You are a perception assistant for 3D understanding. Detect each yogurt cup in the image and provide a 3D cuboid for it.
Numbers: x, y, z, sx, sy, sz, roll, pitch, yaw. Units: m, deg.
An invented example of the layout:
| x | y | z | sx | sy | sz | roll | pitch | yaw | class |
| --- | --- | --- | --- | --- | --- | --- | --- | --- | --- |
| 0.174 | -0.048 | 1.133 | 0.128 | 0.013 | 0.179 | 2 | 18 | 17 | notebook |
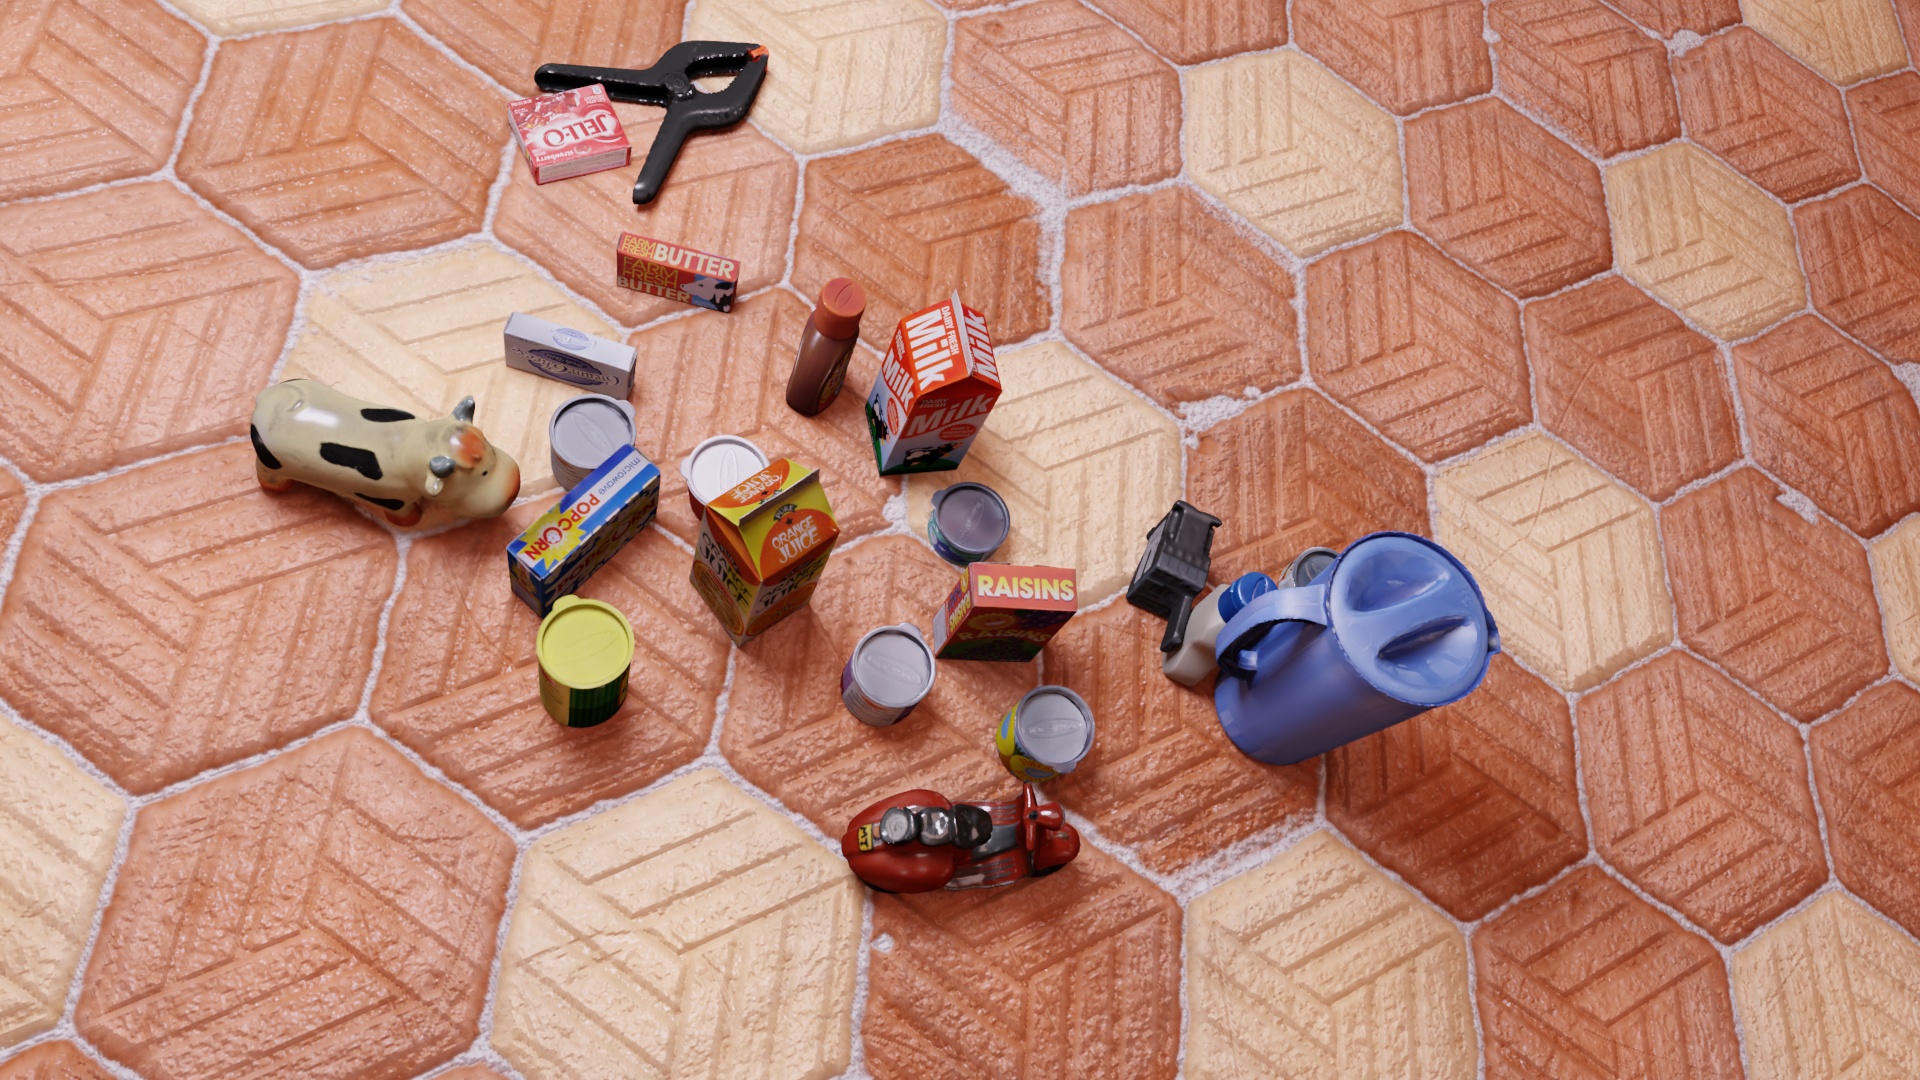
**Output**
| x | y | z | sx | sy | sz | roll | pitch | yaw | class |
| --- | --- | --- | --- | --- | --- | --- | --- | --- | --- |
| -0.190 | -0.044 | 1.124 | 0.072 | 0.053 | 0.072 | 6 | 65 | -13 | yogurt cup |

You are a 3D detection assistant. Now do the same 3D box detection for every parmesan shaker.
| x | y | z | sx | sy | sz | roll | pitch | yaw | class |
| --- | --- | --- | --- | --- | --- | --- | --- | --- | --- |
| -0.275 | 0.089 | 1.013 | 0.071 | 0.102 | 0.071 | 6 | 65 | -13 | parmesan shaker |

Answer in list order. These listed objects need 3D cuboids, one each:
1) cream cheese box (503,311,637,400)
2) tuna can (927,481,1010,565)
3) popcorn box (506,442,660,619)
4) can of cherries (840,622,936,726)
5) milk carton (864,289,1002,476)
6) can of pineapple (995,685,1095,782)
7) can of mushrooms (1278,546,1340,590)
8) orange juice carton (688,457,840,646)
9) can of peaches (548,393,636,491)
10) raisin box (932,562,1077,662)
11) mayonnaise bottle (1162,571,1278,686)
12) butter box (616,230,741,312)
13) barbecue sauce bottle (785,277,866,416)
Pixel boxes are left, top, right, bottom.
| x | y | z | sx | sy | sz | roll | pitch | yaw | class |
| --- | --- | --- | --- | --- | --- | --- | --- | --- | --- |
| -0.318 | -0.150 | 1.136 | 0.104 | 0.053 | 0.024 | 17 | 64 | -8 | cream cheese box |
| 0.004 | -0.015 | 1.178 | 0.071 | 0.032 | 0.071 | 6 | 65 | -13 | tuna can |
| -0.287 | -0.007 | 1.063 | 0.038 | 0.085 | 0.127 | 41 | 62 | 4 | popcorn box |
| -0.056 | 0.105 | 1.093 | 0.071 | 0.058 | 0.072 | 6 | 65 | -13 | can of cherries |
| -0.020 | -0.125 | 1.132 | 0.073 | 0.189 | 0.072 | -6 | 69 | -18 | milk carton |
| 0.066 | 0.156 | 1.105 | 0.071 | 0.057 | 0.071 | 6 | 65 | -13 | can of pineapple |
| 0.322 | 0.041 | 1.243 | 0.071 | 0.033 | 0.071 | 6 | 65 | -13 | can of mushrooms |
| -0.147 | 0.004 | 1.037 | 0.072 | 0.191 | 0.073 | -34 | 79 | -26 | orange juice carton |
| -0.291 | -0.076 | 1.108 | 0.071 | 0.057 | 0.071 | 6 | 65 | -13 | can of peaches |
| 0.034 | 0.058 | 1.103 | 0.086 | 0.123 | 0.040 | 4 | 66 | -14 | raisin box |
| 0.212 | 0.069 | 1.134 | 0.041 | 0.147 | 0.065 | 26 | 63 | -3 | mayonnaise bottle |
| -0.243 | -0.230 | 1.193 | 0.103 | 0.053 | 0.024 | 13 | 64 | -10 | butter box |
| -0.109 | -0.162 | 1.147 | 0.044 | 0.148 | 0.065 | 30 | 62 | -1 | barbecue sauce bottle |
